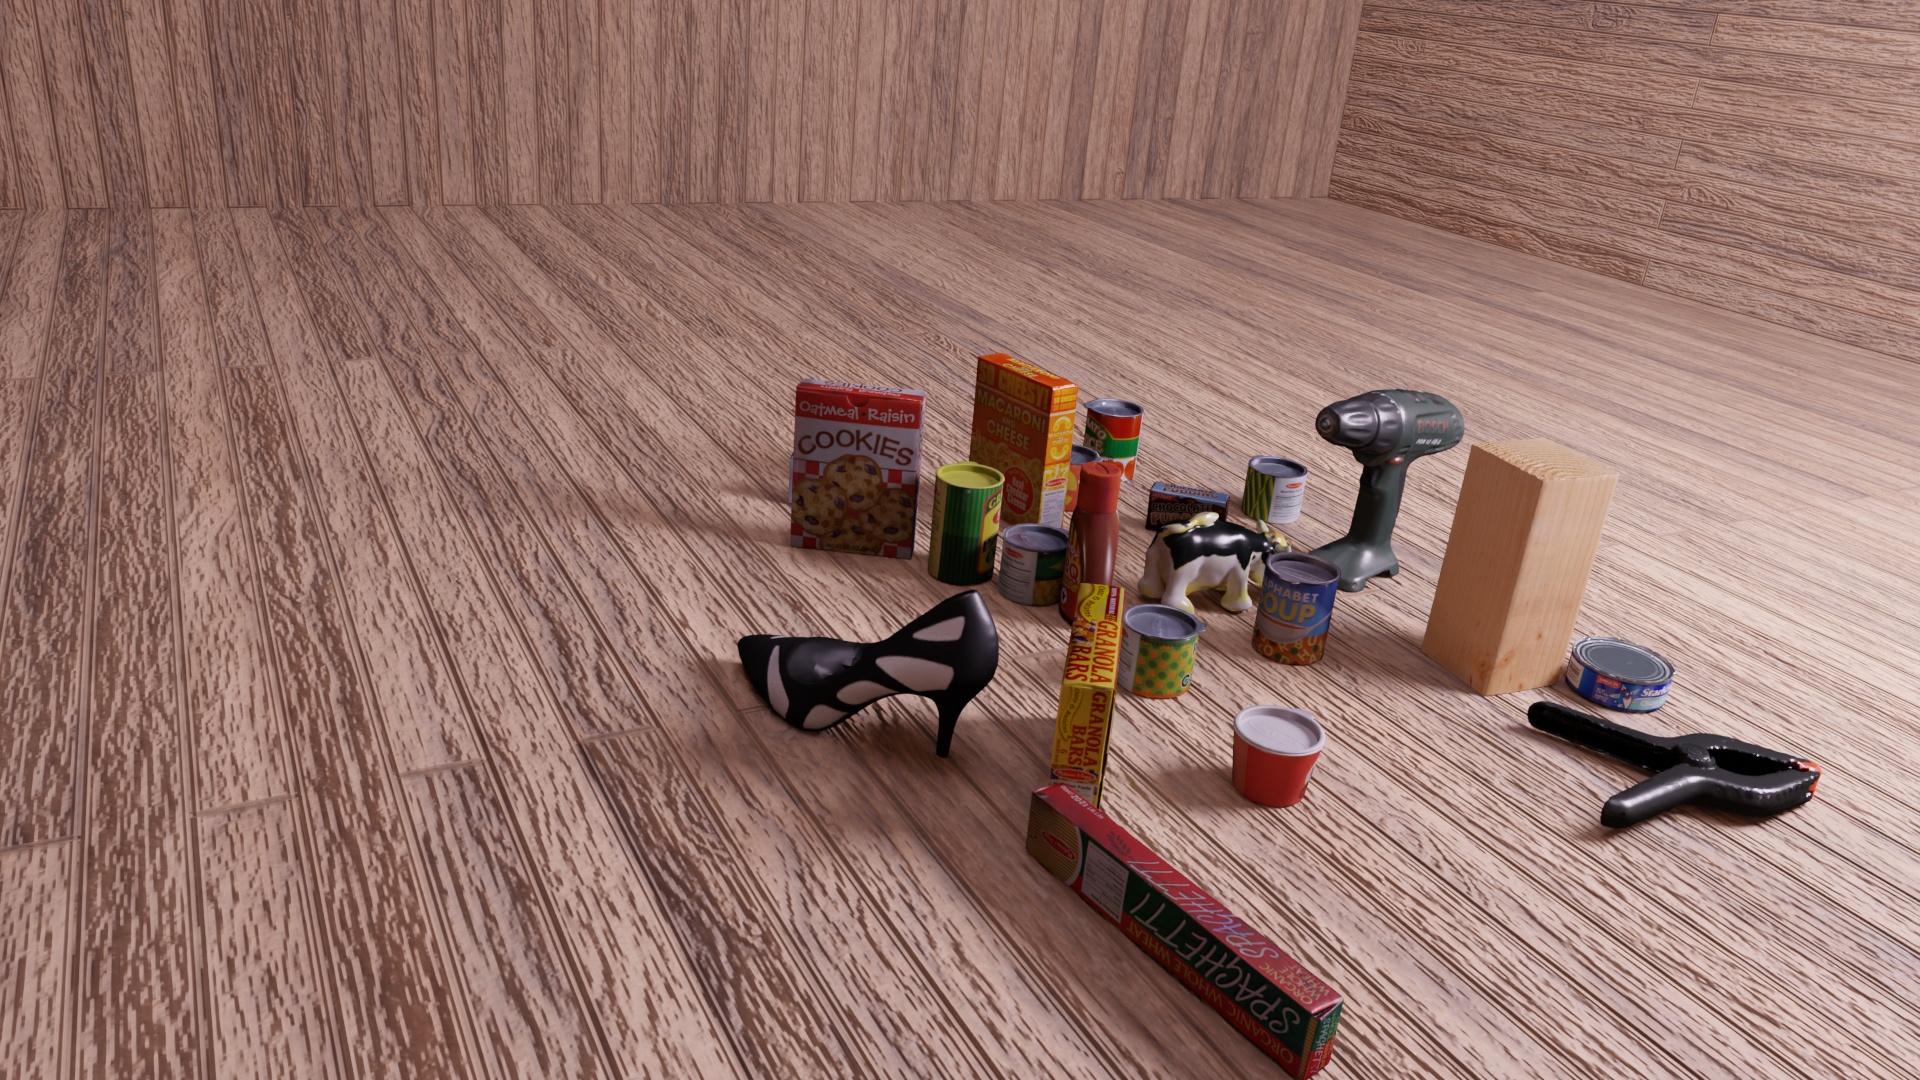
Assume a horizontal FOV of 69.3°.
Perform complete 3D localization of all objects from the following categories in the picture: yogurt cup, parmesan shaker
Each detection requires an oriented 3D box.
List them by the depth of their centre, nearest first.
[{"bbox_3d":[0.235,0.163,1.042,0.072,0.053,0.073,5,23,-2],"label":"yogurt cup"},{"bbox_3d":[0.005,-0.017,1.345,0.071,0.102,0.071,5,23,-2],"label":"parmesan shaker"}]

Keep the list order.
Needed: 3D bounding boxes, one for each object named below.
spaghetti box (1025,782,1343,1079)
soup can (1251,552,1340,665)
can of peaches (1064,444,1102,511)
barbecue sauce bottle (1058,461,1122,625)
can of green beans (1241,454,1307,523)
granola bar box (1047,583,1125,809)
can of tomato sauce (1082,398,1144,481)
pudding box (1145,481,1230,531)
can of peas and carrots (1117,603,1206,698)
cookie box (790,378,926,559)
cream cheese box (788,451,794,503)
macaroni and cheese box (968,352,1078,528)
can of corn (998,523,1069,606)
[{"bbox_3d":[0.130,0.234,0.861,0.029,0.050,0.250,-12,29,-35],"label":"spaghetti box"},{"bbox_3d":[0.300,0.062,1.250,0.071,0.083,0.071,5,23,-2],"label":"soup can"},{"bbox_3d":[0.121,-0.070,1.548,0.071,0.057,0.071,5,23,-2],"label":"can of peaches"},{"bbox_3d":[0.120,0.003,1.267,0.044,0.147,0.065,0,24,-13],"label":"barbecue sauce bottle"},{"bbox_3d":[0.354,-0.057,1.569,0.071,0.057,0.071,5,23,-2],"label":"can of green beans"},{"bbox_3d":[0.093,0.121,1.020,0.039,0.123,0.166,8,23,6],"label":"granola bar box"},{"bbox_3d":[0.176,-0.119,1.641,0.071,0.082,0.071,5,23,-2],"label":"can of tomato sauce"},{"bbox_3d":[0.245,-0.031,1.496,0.084,0.049,0.030,12,24,15],"label":"pudding box"},{"bbox_3d":[0.169,0.094,1.181,0.071,0.058,0.071,5,23,-2],"label":"can of peas and carrots"},{"bbox_3d":[-0.101,-0.070,1.363,0.123,0.166,0.040,6,23,2],"label":"cookie box"},{"bbox_3d":[-0.131,-0.062,1.483,0.104,0.053,0.024,5,23,0],"label":"cream cheese box"},{"bbox_3d":[0.063,-0.103,1.476,0.040,0.165,0.124,-13,29,-37],"label":"macaroni and cheese box"},{"bbox_3d":[0.073,0.023,1.325,0.071,0.058,0.071,5,23,-2],"label":"can of corn"}]
